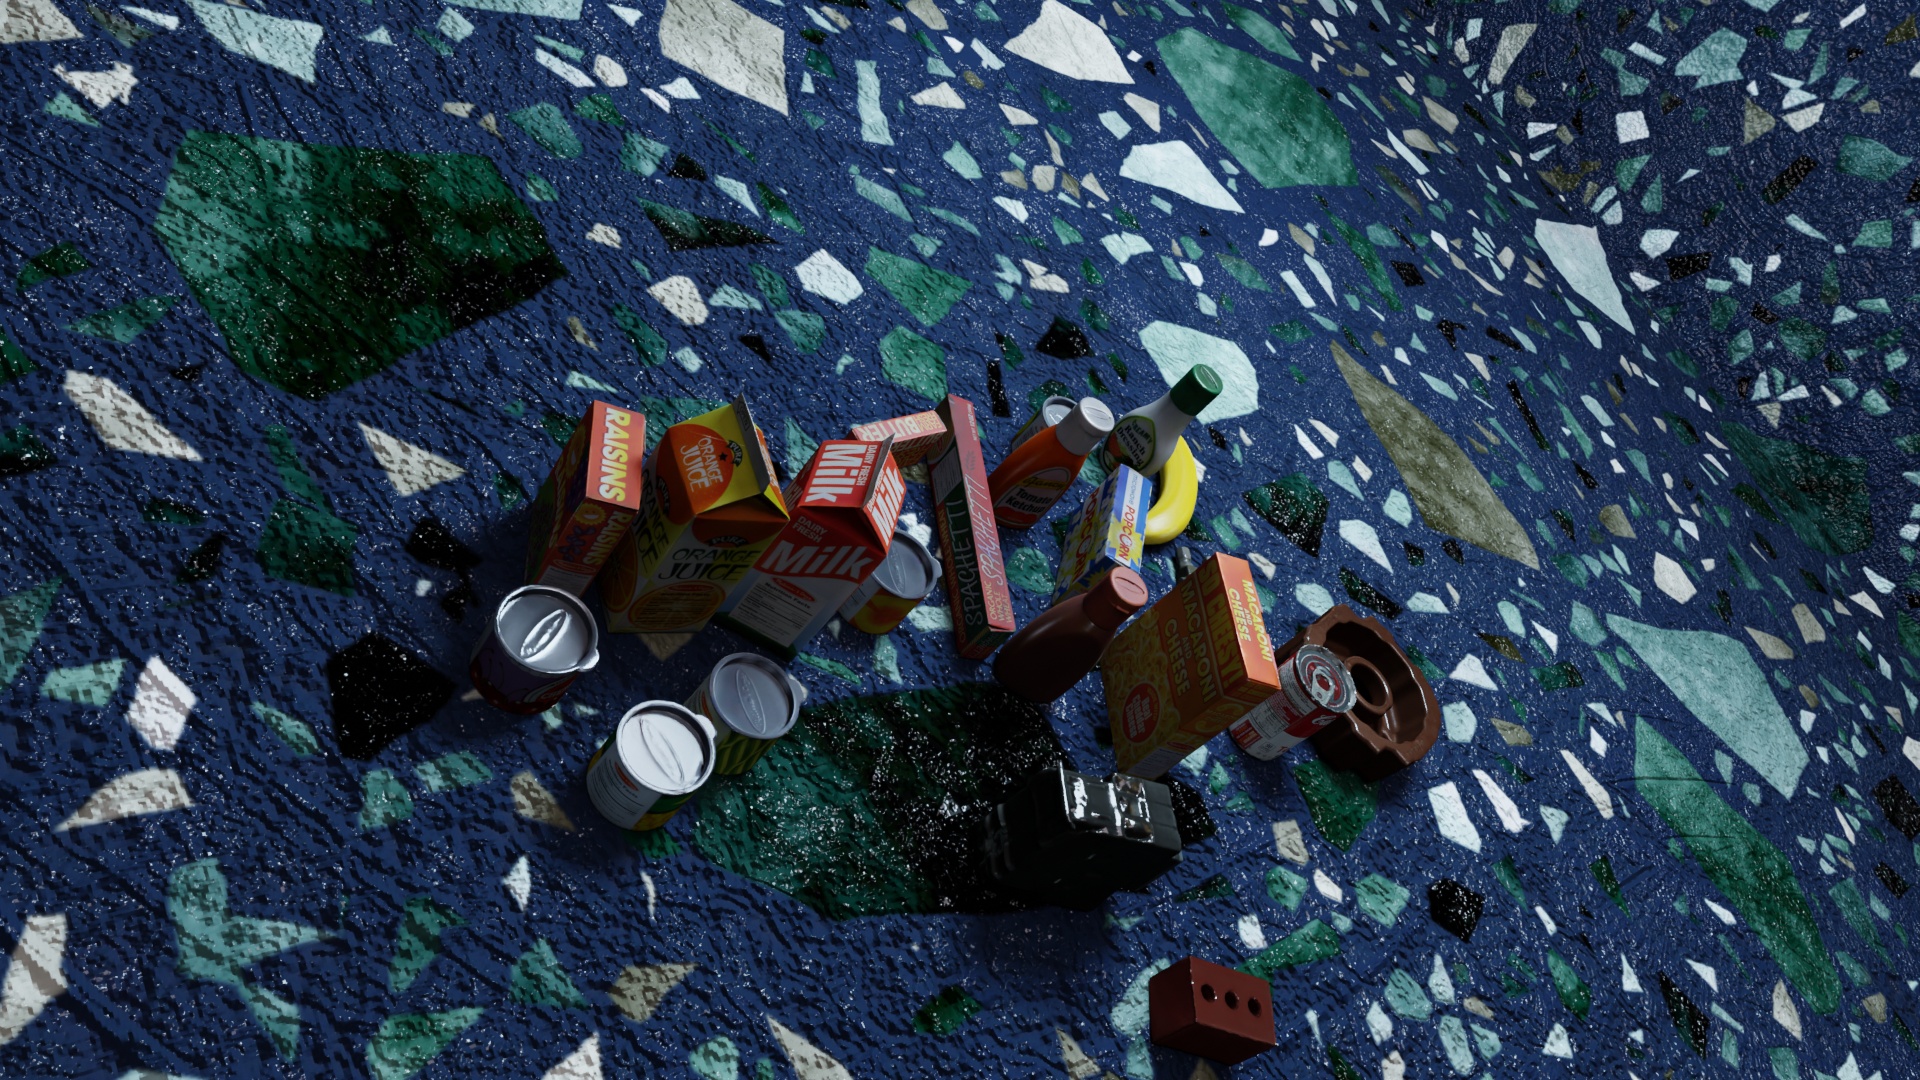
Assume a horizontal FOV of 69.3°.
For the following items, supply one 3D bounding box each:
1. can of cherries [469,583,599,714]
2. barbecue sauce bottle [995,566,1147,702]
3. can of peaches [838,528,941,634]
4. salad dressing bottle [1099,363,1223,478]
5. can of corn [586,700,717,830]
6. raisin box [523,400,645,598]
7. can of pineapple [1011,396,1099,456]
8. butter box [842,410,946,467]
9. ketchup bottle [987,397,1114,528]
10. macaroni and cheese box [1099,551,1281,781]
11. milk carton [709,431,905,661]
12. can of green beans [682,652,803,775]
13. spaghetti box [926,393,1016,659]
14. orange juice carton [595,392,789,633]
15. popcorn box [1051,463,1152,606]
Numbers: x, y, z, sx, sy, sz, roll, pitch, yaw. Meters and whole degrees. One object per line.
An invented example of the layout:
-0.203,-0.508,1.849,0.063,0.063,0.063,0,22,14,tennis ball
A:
-0.274,0.073,0.895,0.071,0.058,0.072,22,45,-24,can of cherries
0.092,0.075,1.116,0.065,0.147,0.044,27,44,-19,barbecue sauce bottle
-0.059,0.033,1.100,0.071,0.057,0.071,22,45,-24,can of peaches
0.196,-0.114,1.359,0.044,0.147,0.064,-13,65,-44,salad dressing bottle
-0.198,0.145,0.895,0.071,0.058,0.071,22,45,-24,can of corn
-0.255,-0.023,0.942,0.040,0.122,0.086,17,47,-28,raisin box
0.092,-0.095,1.328,0.071,0.057,0.071,22,45,-24,can of pineapple
-0.064,-0.081,1.195,0.104,0.053,0.024,-18,69,-46,butter box
0.077,-0.068,1.225,0.065,0.148,0.044,15,48,-29,ketchup bottle
0.186,0.106,1.151,0.040,0.165,0.124,17,48,-28,macaroni and cheese box
-0.101,0.000,0.994,0.073,0.189,0.073,30,43,-15,milk carton
-0.153,0.120,0.952,0.071,0.057,0.071,22,45,-24,can of green beans
0.004,-0.015,1.197,0.029,0.050,0.251,14,49,-30,spaghetti box
-0.179,-0.015,0.942,0.073,0.191,0.072,2,56,-38,orange juice carton
0.129,0.002,1.255,0.038,0.084,0.127,31,42,-14,popcorn box
